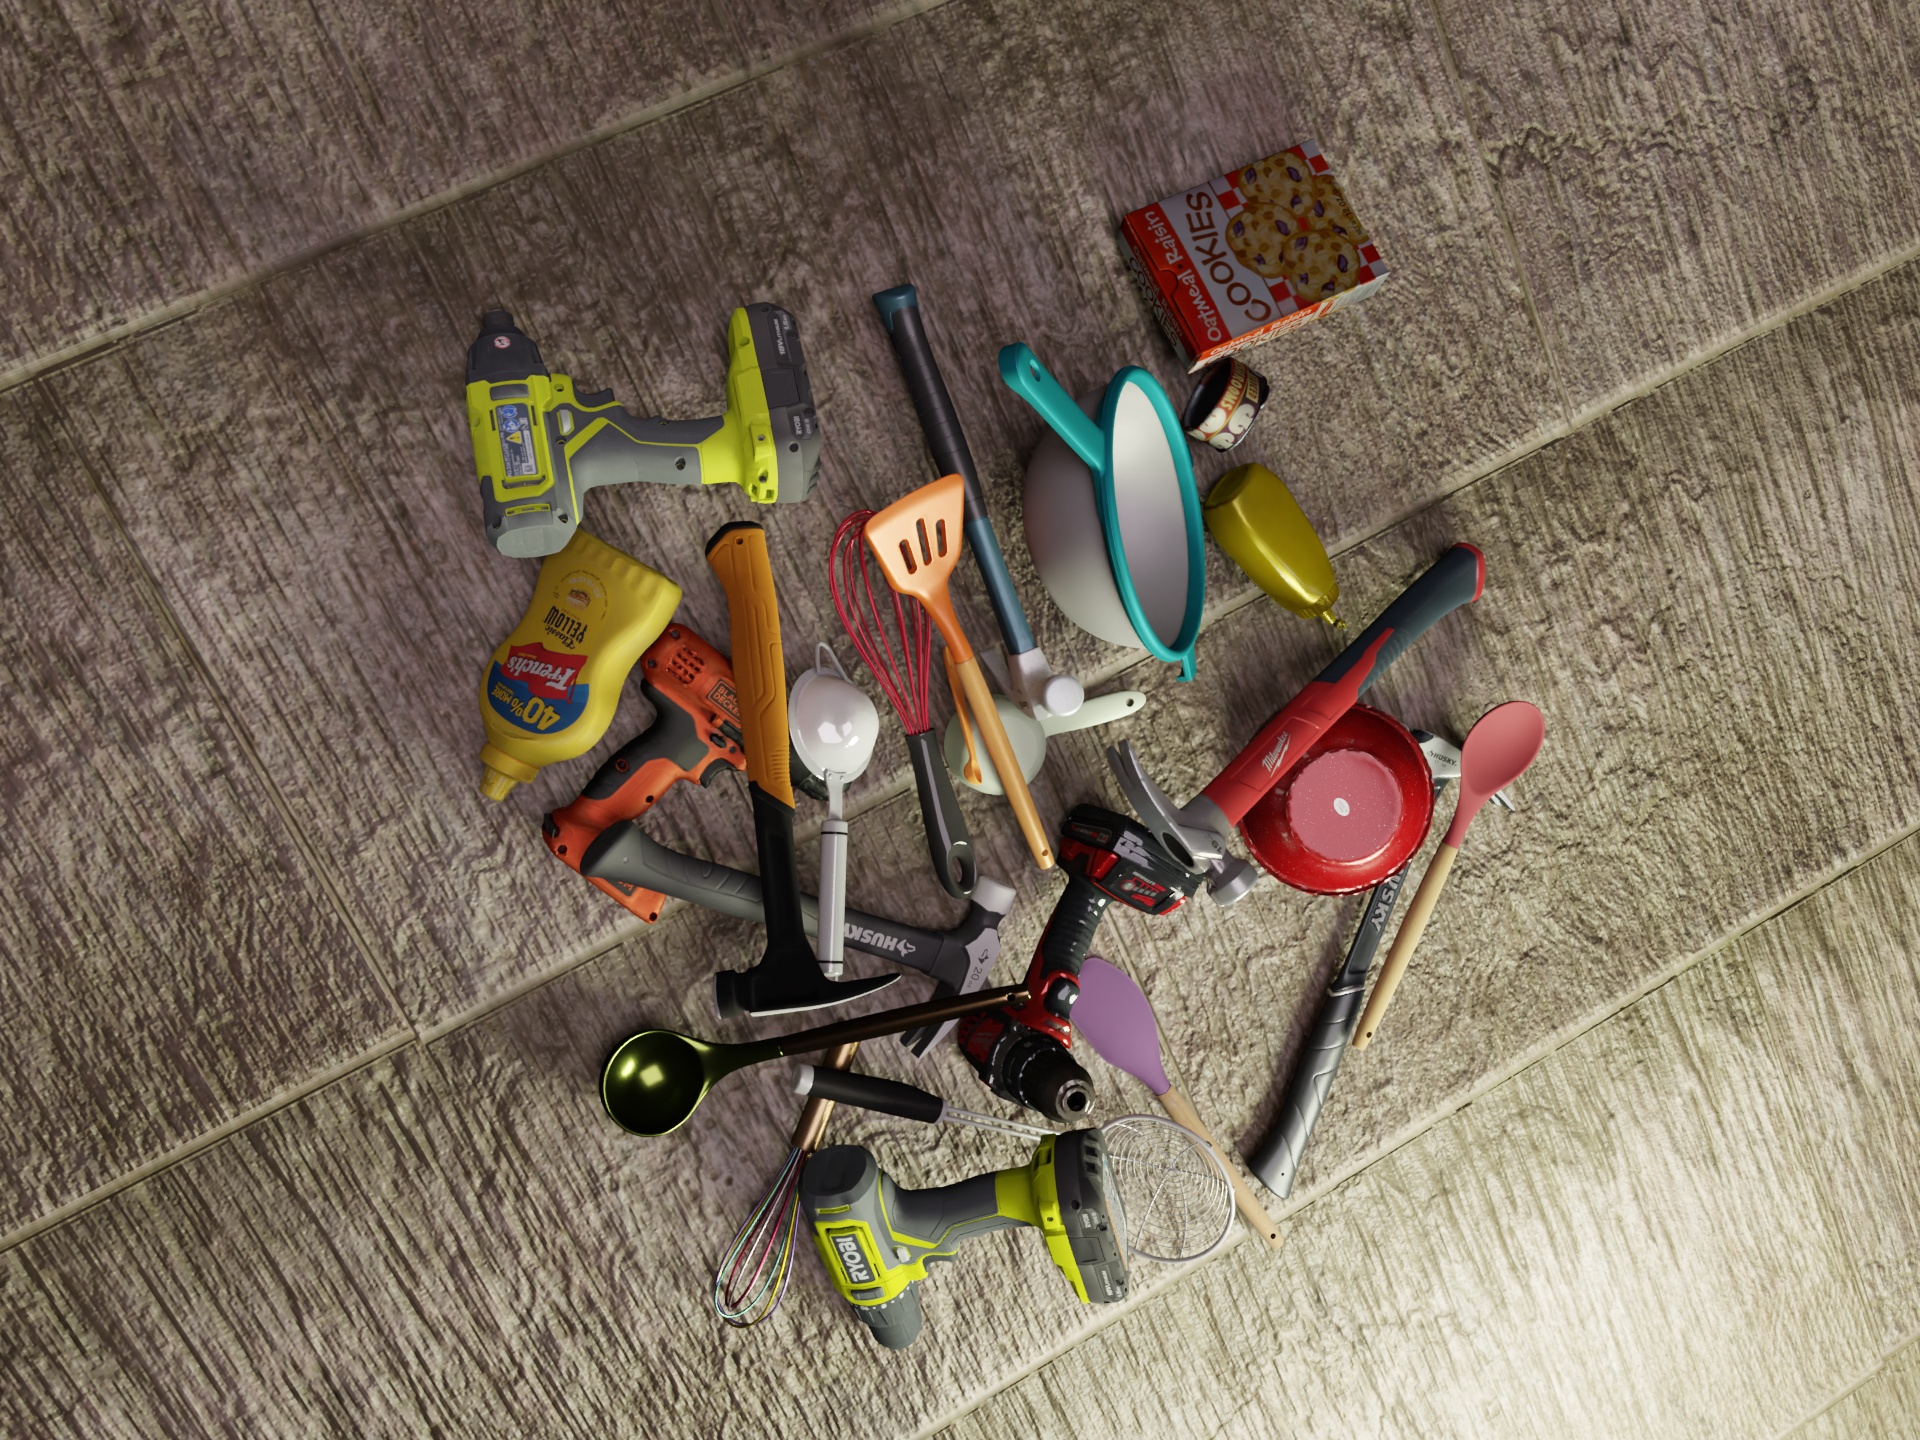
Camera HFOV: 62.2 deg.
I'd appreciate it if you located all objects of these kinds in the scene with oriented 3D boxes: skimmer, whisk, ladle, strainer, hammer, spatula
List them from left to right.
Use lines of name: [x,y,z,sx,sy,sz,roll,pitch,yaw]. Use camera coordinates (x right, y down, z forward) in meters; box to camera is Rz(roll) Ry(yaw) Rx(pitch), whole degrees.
hammer: [-0.124,0.029,1.089,0.127,0.034,0.337,-7,85,-3]
whisk: [-0.132,0.344,1.213,0.051,0.047,0.245,24,86,-30]
hammer: [-0.118,0.144,1.154,0.334,0.035,0.146,22,92,-31]
ladle: [-0.105,0.234,1.148,0.320,0.062,0.078,-14,96,5]
strainer: [-0.087,0.068,1.127,0.086,0.050,0.258,11,77,-48]
whisk: [-0.034,-0.010,1.165,0.073,0.073,0.296,-16,97,-14]
hammer: [0.007,-0.158,1.151,0.033,0.128,0.331,-21,94,-12]
spatula: [0.014,-0.022,1.147,0.081,0.041,0.322,-31,116,-17]
skimmer: [0.042,0.333,1.221,0.363,0.090,0.127,19,117,-22]
strainer: [0.074,-0.161,1.093,0.340,0.095,0.211,33,55,-58]
spatula: [0.182,0.320,1.311,0.060,0.018,0.315,-37,105,-7]
hammer: [0.276,-0.033,1.222,0.386,0.038,0.143,-41,94,-26]
hammer: [0.335,0.208,1.332,0.149,0.036,0.409,20,92,-19]
ladle: [0.392,0.127,1.305,0.069,0.031,0.315,23,93,-20]

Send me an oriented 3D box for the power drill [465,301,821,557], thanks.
power drill: [-0.217,-0.209,1.075,0.223,0.080,0.171,-9,73,-13]

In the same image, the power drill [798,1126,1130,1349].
power drill: [0.008,0.394,1.199,0.228,0.080,0.190,-11,120,11]

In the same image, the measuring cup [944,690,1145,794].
measuring cup: [0.071,0.007,1.222,0.167,0.038,0.083,-16,102,-11]

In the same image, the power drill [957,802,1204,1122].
power drill: [0.089,0.184,1.179,0.080,0.188,0.227,31,84,-17]

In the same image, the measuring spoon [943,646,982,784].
measuring spoon: [-0.002,-0.004,1.183,0.011,0.021,0.117,-21,63,15]
